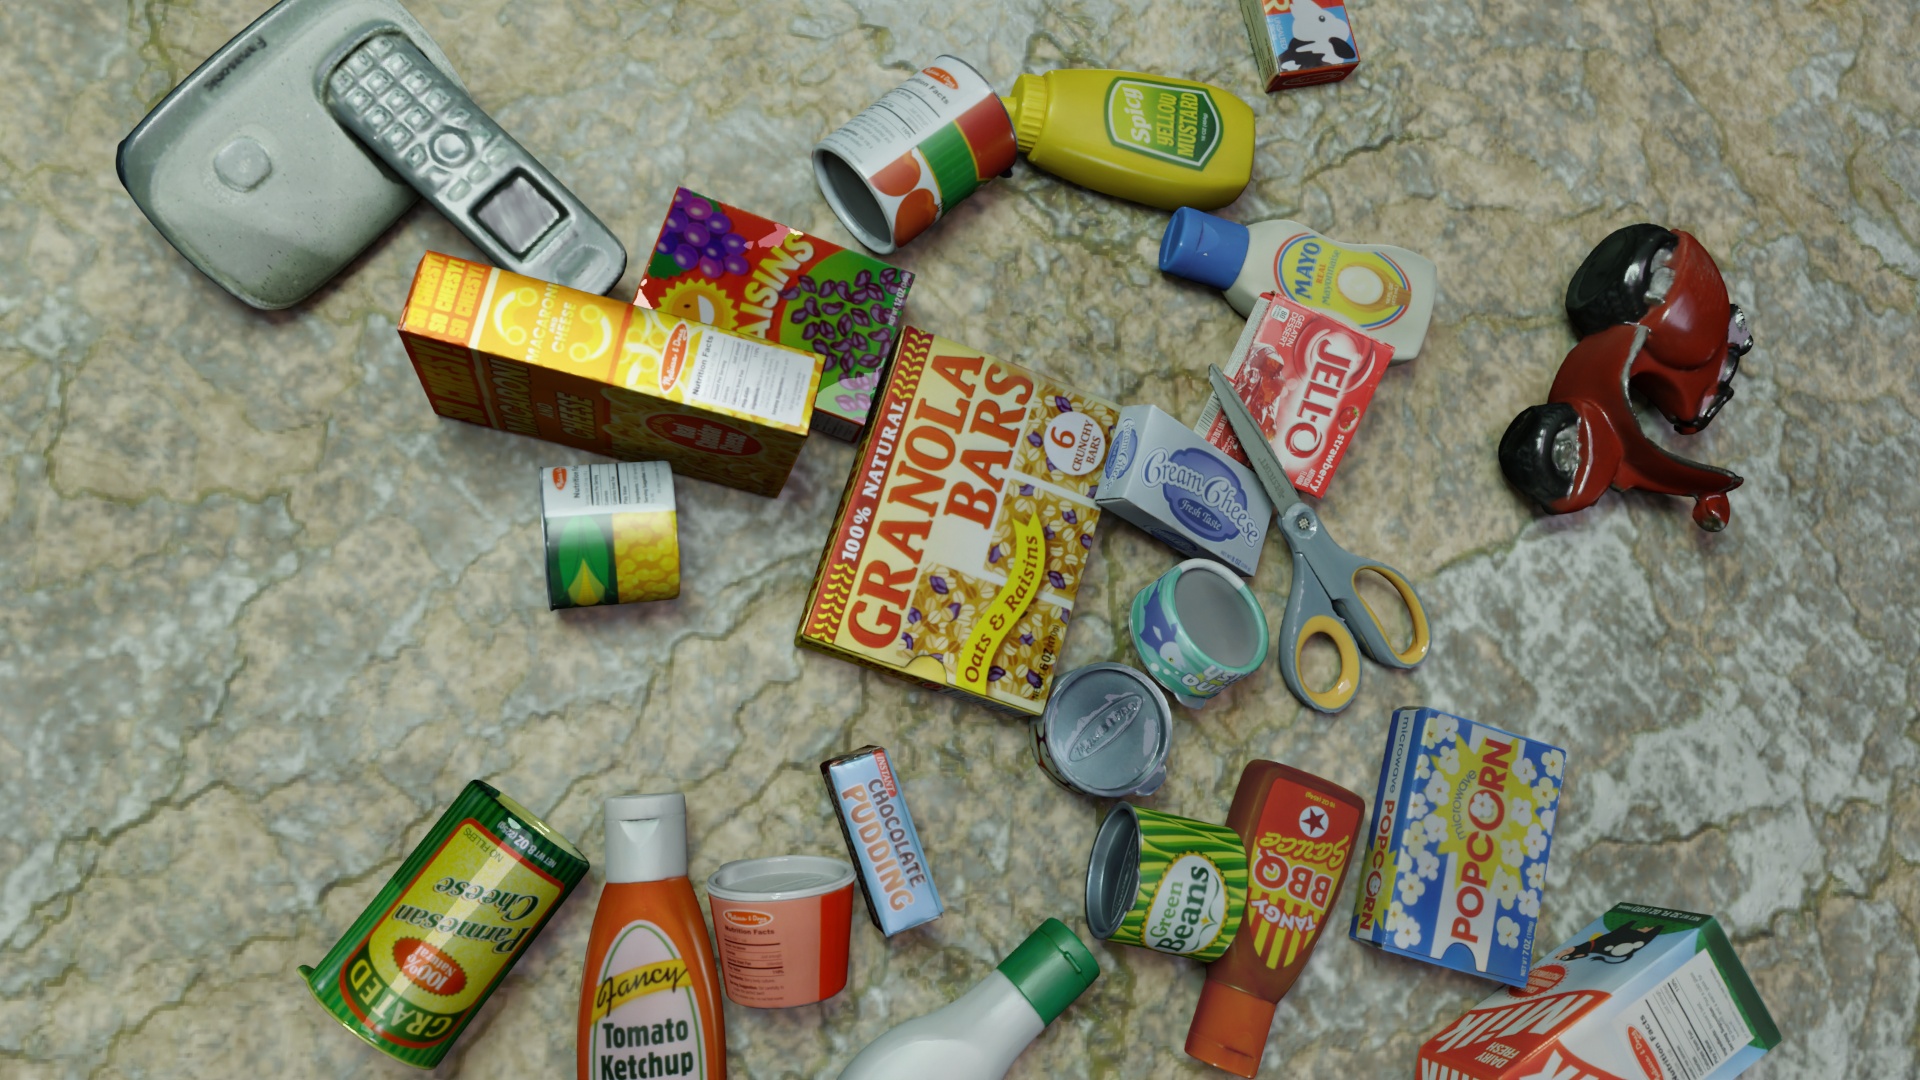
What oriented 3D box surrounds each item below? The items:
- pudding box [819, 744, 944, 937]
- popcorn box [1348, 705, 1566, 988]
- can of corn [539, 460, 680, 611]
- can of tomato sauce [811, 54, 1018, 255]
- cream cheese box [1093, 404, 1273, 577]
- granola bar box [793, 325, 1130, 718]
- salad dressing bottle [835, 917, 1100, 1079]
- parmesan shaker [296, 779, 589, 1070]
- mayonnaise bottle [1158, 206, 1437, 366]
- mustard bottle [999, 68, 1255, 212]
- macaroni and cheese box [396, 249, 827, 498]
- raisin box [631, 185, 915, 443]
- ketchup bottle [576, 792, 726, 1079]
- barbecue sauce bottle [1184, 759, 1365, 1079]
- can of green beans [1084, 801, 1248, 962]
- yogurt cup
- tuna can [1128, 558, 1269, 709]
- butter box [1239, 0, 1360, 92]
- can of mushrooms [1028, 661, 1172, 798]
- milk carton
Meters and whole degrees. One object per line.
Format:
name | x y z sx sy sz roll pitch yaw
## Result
pudding box | -0.038 0.140 0.653 0.030 0.049 0.083 -18 86 -14
popcorn box | 0.261 0.159 0.727 0.085 0.038 0.127 18 77 -11
can of corn | -0.161 -0.001 0.639 0.058 0.071 0.071 -4 83 -14
can of tomato sauce | -0.023 -0.192 0.703 0.083 0.071 0.071 -40 92 -15
cream cheese box | 0.116 -0.024 0.710 0.104 0.024 0.053 27 73 -34
granola bar box | 0.002 -0.009 0.692 0.124 0.039 0.166 19 77 -10
salad dressing bottle | 0.001 0.240 0.650 0.148 0.044 0.064 -38 90 -17
parmesan shaker | -0.220 0.161 0.597 0.071 0.071 0.103 38 75 -5
mayonnaise bottle | 0.182 -0.142 0.755 0.148 0.041 0.065 15 84 -11
mustard bottle | 0.076 -0.218 0.737 0.160 0.048 0.065 7 77 -12
macaroni and cheese box | -0.152 -0.069 0.621 0.166 0.123 0.040 14 76 -11
raisin box | -0.095 -0.110 0.683 0.123 0.040 0.086 19 78 -9
ketchup bottle | -0.140 0.189 0.624 0.065 0.043 0.149 -3 81 -5
barbecue sauce bottle | 0.152 0.189 0.694 0.065 0.043 0.149 24 77 -10
can of green beans | 0.099 0.166 0.673 0.058 0.071 0.071 15 78 -11
yogurt cup | -0.080 0.177 0.631 0.072 0.072 0.054 -3 90 -14
tuna can | 0.121 0.046 0.700 0.071 0.032 0.071 19 52 -26
butter box | 0.188 -0.312 0.792 0.053 0.024 0.103 -12 84 -14
can of mushrooms | 0.071 0.097 0.694 0.071 0.033 0.071 2 80 -13
milk carton | 0.308 0.266 0.704 0.191 0.072 0.073 -28 89 -17
